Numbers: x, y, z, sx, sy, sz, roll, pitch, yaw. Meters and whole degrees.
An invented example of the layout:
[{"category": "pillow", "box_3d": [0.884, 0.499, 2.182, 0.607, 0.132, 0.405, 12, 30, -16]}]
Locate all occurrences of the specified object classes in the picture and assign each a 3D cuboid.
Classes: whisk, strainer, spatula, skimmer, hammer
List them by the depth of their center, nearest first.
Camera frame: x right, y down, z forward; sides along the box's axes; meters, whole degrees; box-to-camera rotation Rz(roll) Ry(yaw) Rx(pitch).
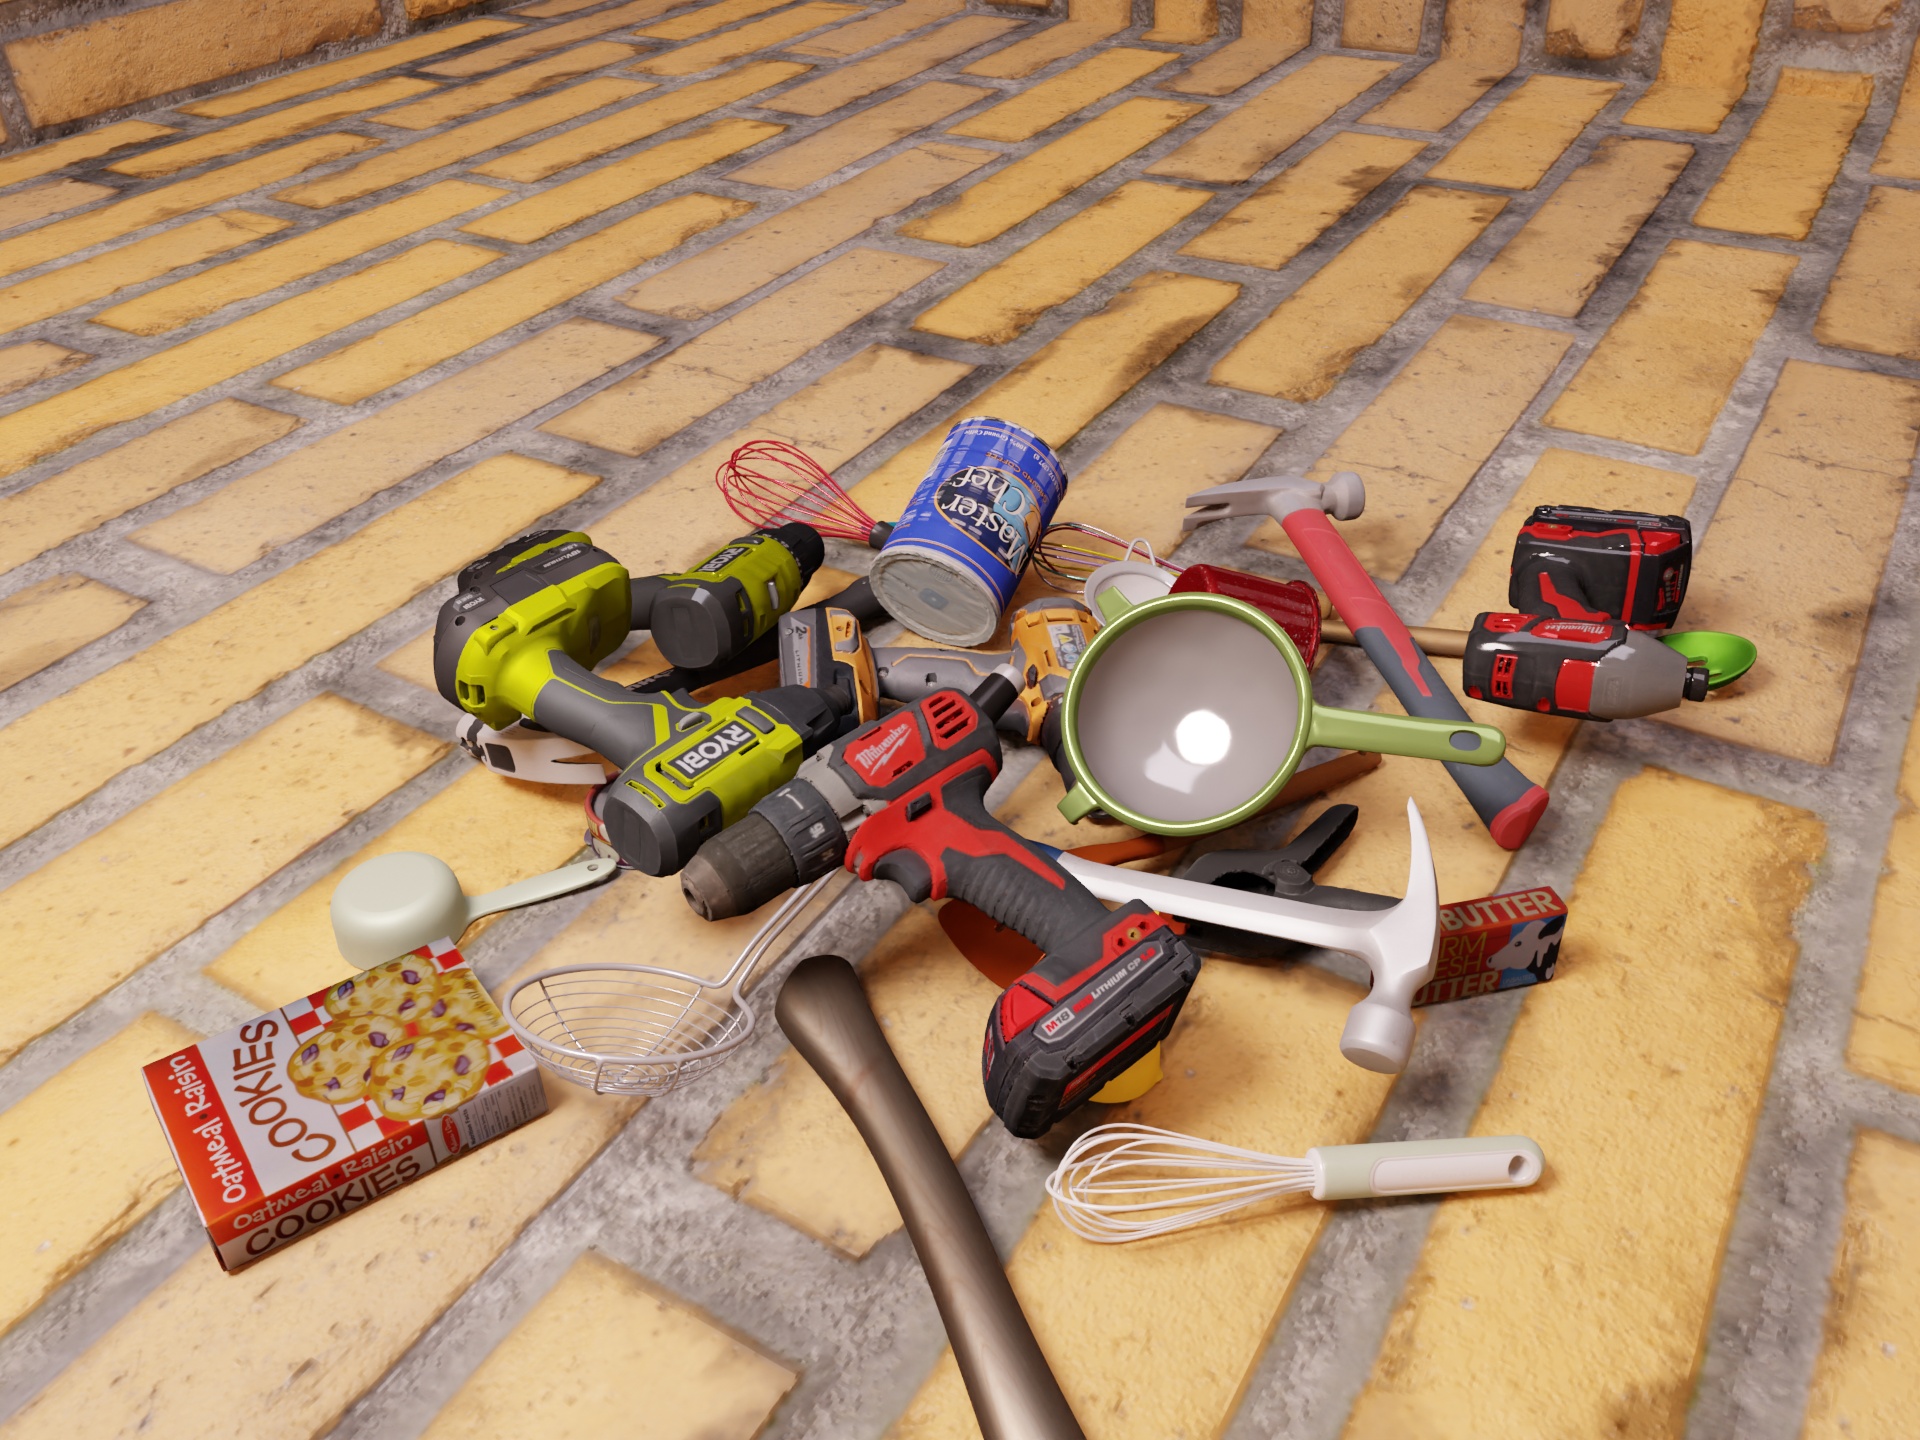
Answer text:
[{"category": "hammer", "box_3d": [0.008, 0.248, 0.735, 0.146, 0.038, 0.411, -13, 37, -17]}, {"category": "whisk", "box_3d": [0.163, 0.218, 0.762, 0.246, 0.058, 0.059, -2, 5, -6]}, {"category": "skimmer", "box_3d": [-0.089, 0.068, 0.881, 0.127, 0.090, 0.363, 18, 54, 42]}, {"category": "hammer", "box_3d": [0.068, 0.084, 0.901, 0.406, 0.035, 0.144, 9, 60, 29]}, {"category": "strainer", "box_3d": [0.191, 0.008, 0.950, 0.256, 0.069, 0.151, 6, 75, 19]}, {"category": "spatula", "box_3d": [0.139, 0.075, 0.981, 0.322, 0.041, 0.081, -18, 38, -28]}, {"category": "hammer", "box_3d": [0.281, -0.055, 1.106, 0.143, 0.038, 0.387, -8, 42, -10]}, {"category": "strainer", "box_3d": [0.130, -0.035, 1.117, 0.087, 0.050, 0.259, 9, 41, -7]}, {"category": "hammer", "box_3d": [-0.173, -0.037, 1.119, 0.335, 0.035, 0.146, -27, 25, -35]}, {"category": "whisk", "box_3d": [0.163, -0.110, 1.222, 0.245, 0.047, 0.051, 13, 50, 13]}, {"category": "whisk", "box_3d": [-0.082, -0.158, 1.287, 0.296, 0.073, 0.073, 27, 45, 25]}]

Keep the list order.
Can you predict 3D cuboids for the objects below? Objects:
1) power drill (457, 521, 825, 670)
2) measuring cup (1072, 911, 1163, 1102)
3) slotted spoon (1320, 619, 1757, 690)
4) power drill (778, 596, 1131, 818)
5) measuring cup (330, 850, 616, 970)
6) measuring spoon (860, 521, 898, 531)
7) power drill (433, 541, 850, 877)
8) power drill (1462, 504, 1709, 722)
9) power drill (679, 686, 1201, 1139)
[{"category": "power drill", "box_3d": [-0.221, -0.095, 1.144, 0.228, 0.080, 0.191, 0, 24, 21]}, {"category": "measuring cup", "box_3d": [0.094, 0.145, 0.878, 0.062, 0.029, 0.157, 10, 37, 17]}, {"category": "slotted spoon", "box_3d": [0.397, -0.053, 1.140, 0.314, 0.031, 0.070, 6, 36, 14]}, {"category": "power drill", "box_3d": [-0.002, -0.003, 1.049, 0.226, 0.084, 0.186, -3, 43, -9]}, {"category": "measuring cup", "box_3d": [-0.291, 0.098, 0.952, 0.167, 0.038, 0.083, -15, 38, -14]}, {"category": "measuring spoon", "box_3d": [-0.024, -0.149, 1.308, 0.129, 0.021, 0.042, 5, 35, 25]}, {"category": "power drill", "box_3d": [-0.191, -0.015, 0.956, 0.223, 0.080, 0.171, 32, 46, 24]}, {"category": "power drill", "box_3d": [0.423, -0.068, 1.056, 0.143, 0.078, 0.220, 9, 30, 23]}, {"category": "power drill", "box_3d": [-0.013, 0.099, 0.806, 0.188, 0.080, 0.227, -31, 63, -26]}]
